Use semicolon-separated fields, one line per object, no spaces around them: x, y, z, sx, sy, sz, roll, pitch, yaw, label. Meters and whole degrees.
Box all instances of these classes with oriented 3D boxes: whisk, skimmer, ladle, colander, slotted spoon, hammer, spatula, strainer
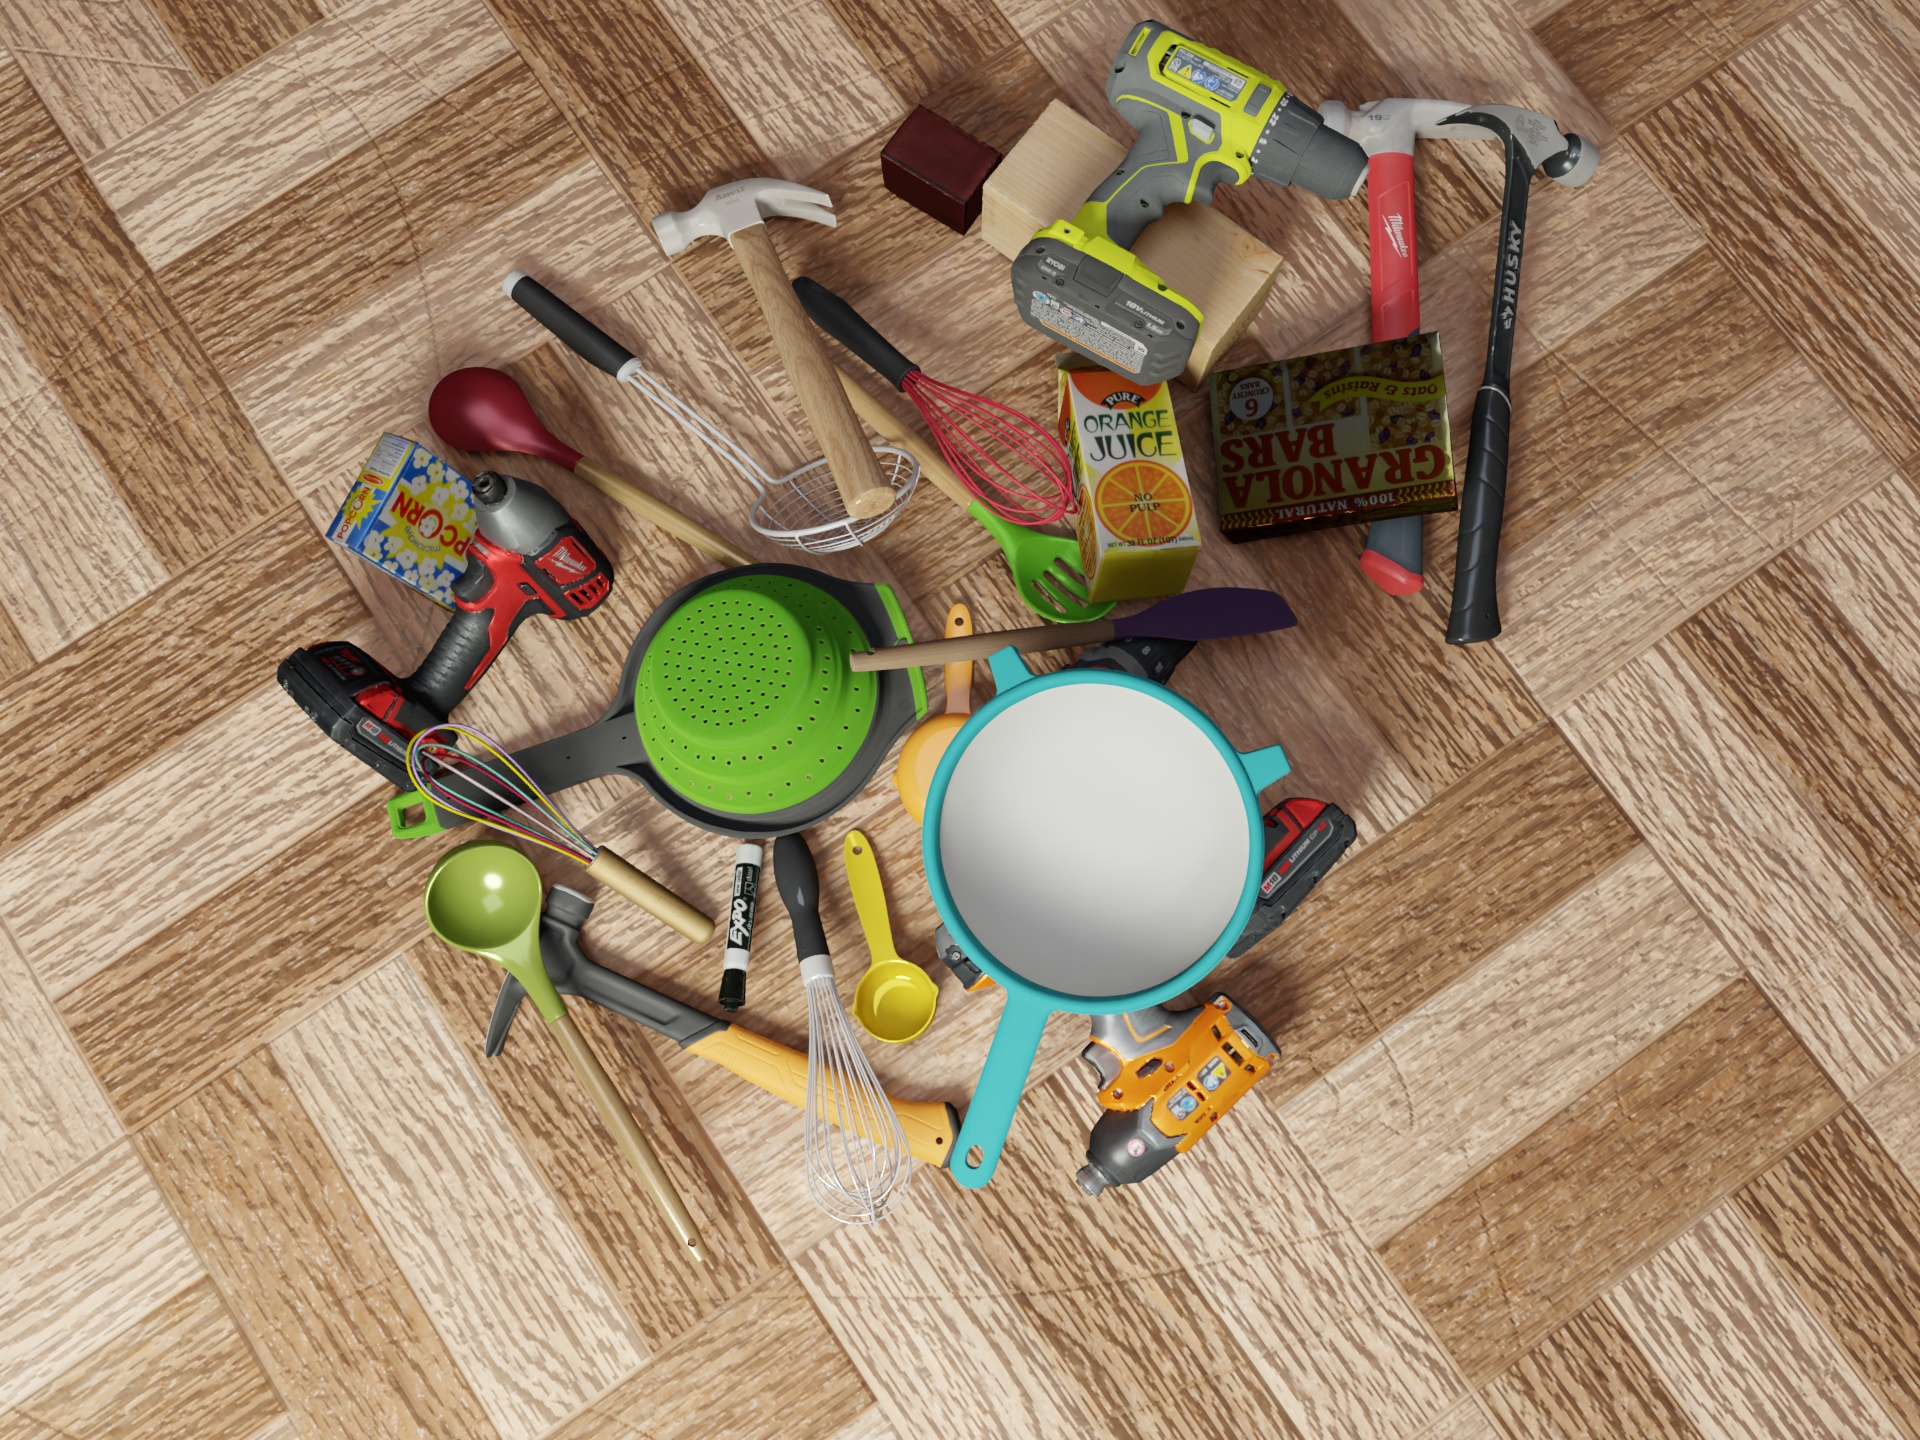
-0.271;0.085;1.084;0.244;0.047;0.051;38;121;-20;whisk
-0.193;-0.242;1.163;0.363;0.090;0.127;38;54;9;skimmer
-0.255;0.221;1.059;0.078;0.062;0.320;-31;82;-13;ladle
-0.225;0.000;1.099;0.397;0.094;0.205;-19;73;2;colander
-0.007;-0.179;1.182;0.314;0.031;0.070;43;72;10;slotted spoon
-0.090;0.198;1.070;0.070;0.070;0.285;-15;62;-2;whisk
-0.116;-0.276;1.148;0.130;0.031;0.332;-23;61;-3;hammer
-0.262;-0.176;1.184;0.315;0.031;0.069;31;80;4;ladle
0.079;-0.061;1.098;0.316;0.018;0.060;-8;40;-12;spatula
0.068;0.132;1.012;0.211;0.095;0.340;21;99;14;strainer
0.342;-0.284;1.194;0.143;0.038;0.386;1;79;-1;hammer
-0.024;-0.238;1.165;0.073;0.073;0.296;-45;71;-7;whisk
-0.158;0.235;1.101;0.337;0.034;0.127;23;80;4;hammer
0.392;-0.255;1.168;0.149;0.036;0.409;11;83;-31;hammer

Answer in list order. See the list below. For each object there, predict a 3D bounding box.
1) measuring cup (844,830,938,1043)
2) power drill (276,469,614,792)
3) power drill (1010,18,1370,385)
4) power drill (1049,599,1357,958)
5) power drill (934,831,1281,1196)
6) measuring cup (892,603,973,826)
-0.057;0.153;1.126;0.062;0.029;0.157;-16;68;0;measuring cup
-0.350;-0.069;1.099;0.079;0.143;0.220;37;79;28;power drill
0.157;-0.352;1.098;0.190;0.080;0.228;30;79;6;power drill
0.164;0.031;1.109;0.227;0.080;0.188;43;64;8;power drill
0.085;0.202;1.085;0.164;0.084;0.226;-44;86;-7;power drill
-0.002;-0.004;1.135;0.095;0.052;0.174;0;81;0;measuring cup
